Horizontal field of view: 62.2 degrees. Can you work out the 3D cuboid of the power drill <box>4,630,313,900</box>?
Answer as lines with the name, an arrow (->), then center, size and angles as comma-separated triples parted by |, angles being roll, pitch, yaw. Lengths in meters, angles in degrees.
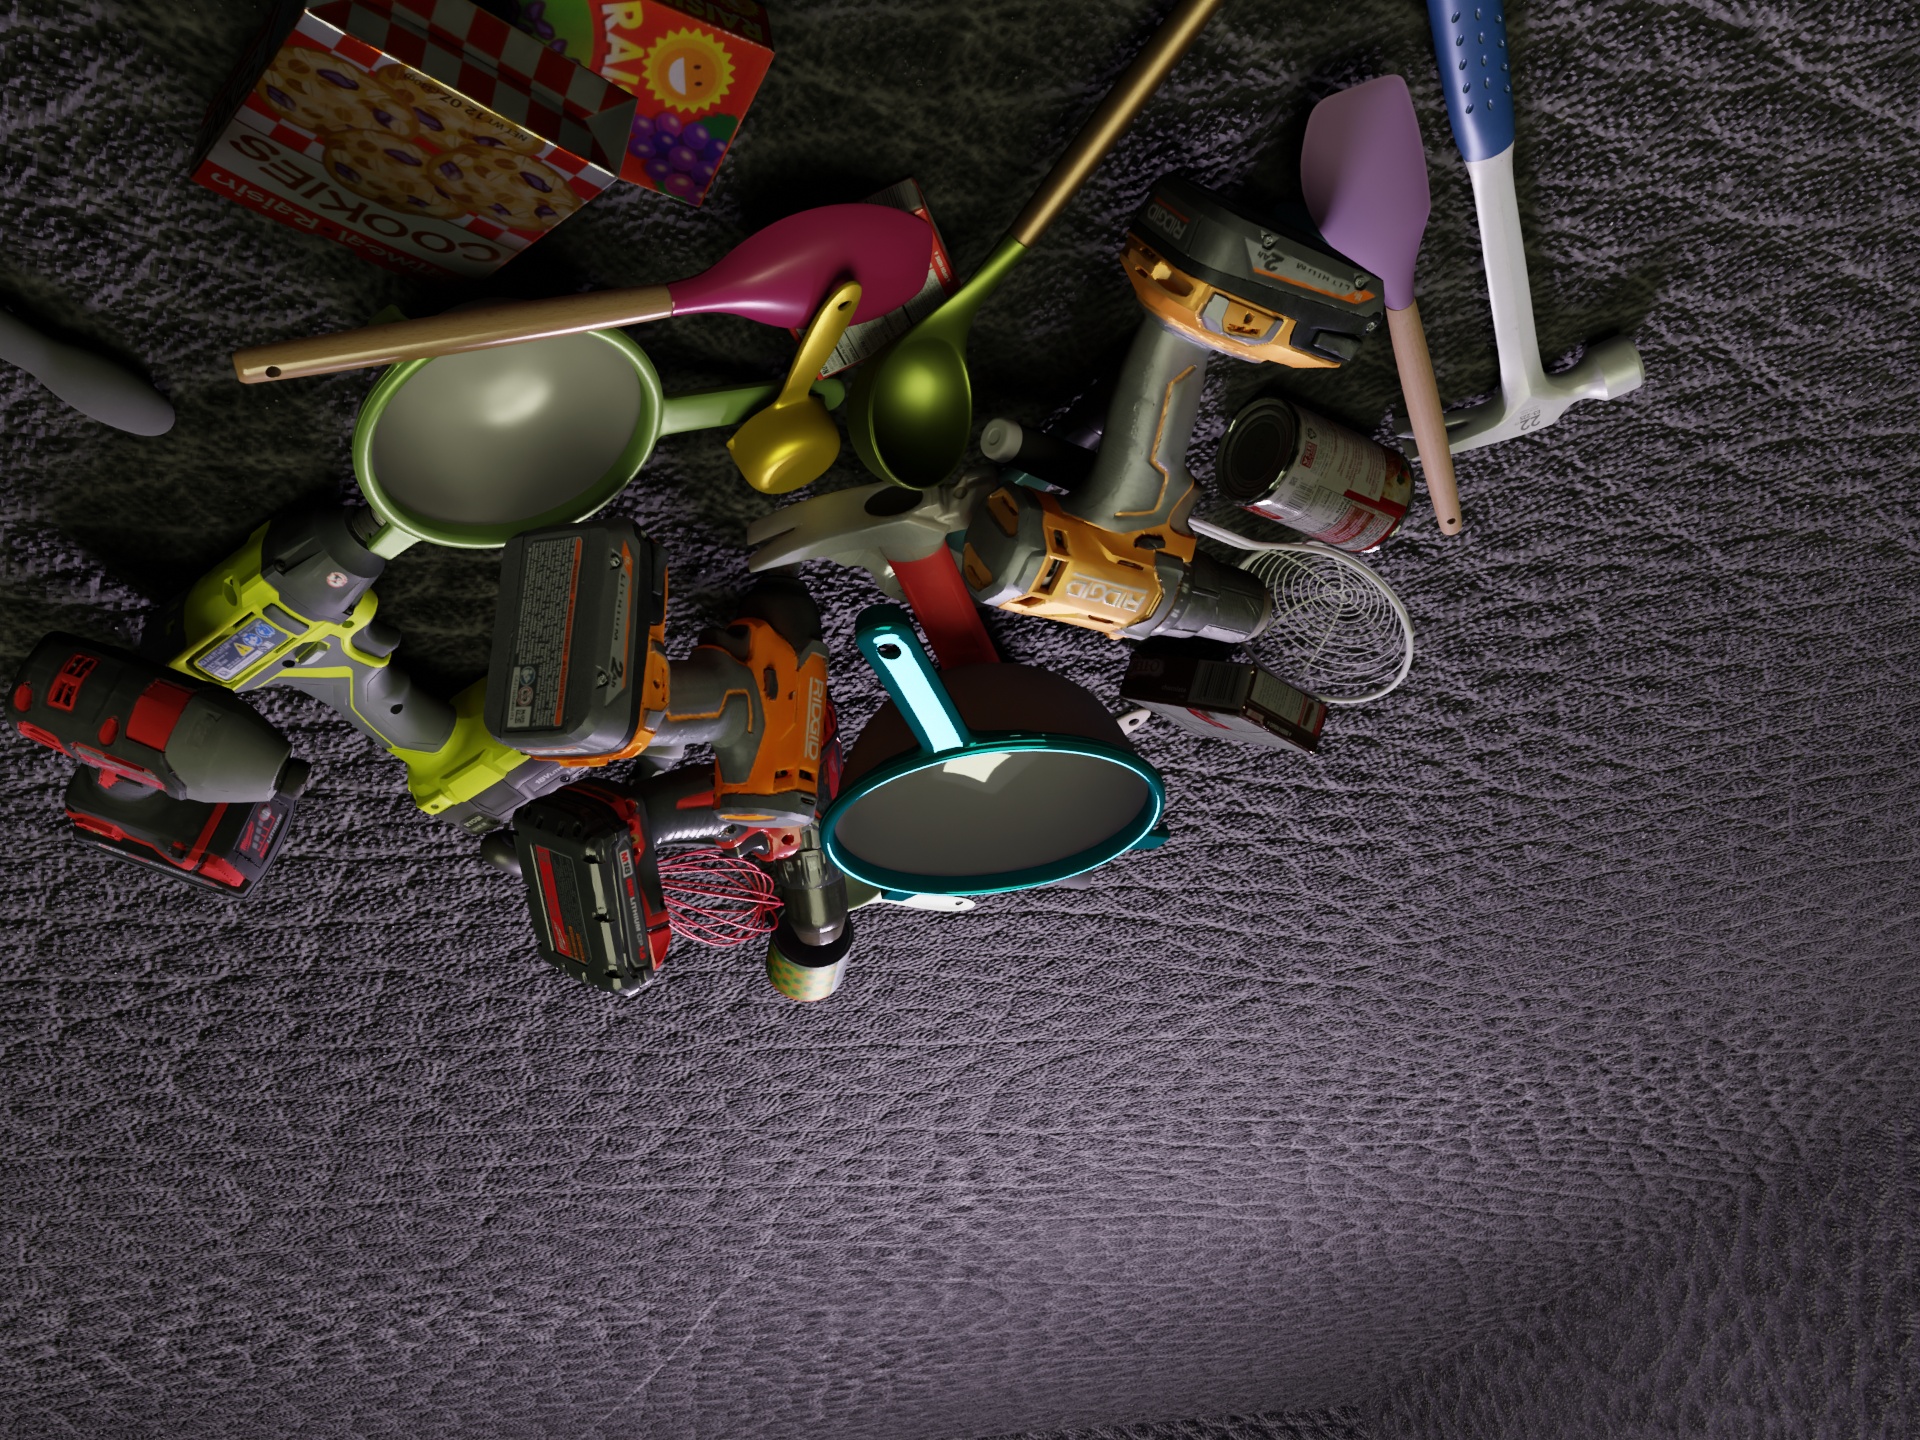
power drill -> -0.430, 0.029, 0.880 | 0.143, 0.079, 0.219 | 23, 156, -13

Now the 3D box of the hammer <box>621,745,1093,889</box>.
hammer -> -0.061, 0.095, 1.156 | 0.408, 0.149, 0.036 | 9, -179, -37

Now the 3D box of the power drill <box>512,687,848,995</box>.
power drill -> -0.156, 0.090, 1.005 | 0.226, 0.080, 0.187 | -28, 120, -43

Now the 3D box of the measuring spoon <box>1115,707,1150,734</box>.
measuring spoon -> 0.092, 0.028, 1.178 | 0.124, 0.018, 0.034 | -35, 138, 25

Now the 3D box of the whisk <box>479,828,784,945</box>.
whisk -> -0.222, 0.113, 1.109 | 0.073, 0.073, 0.295 | -30, 154, 21

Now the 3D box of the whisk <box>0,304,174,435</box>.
whisk -> -0.467, -0.196, 0.679 | 0.070, 0.070, 0.284 | -29, 145, 20

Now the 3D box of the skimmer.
skimmer -> 0.142, -0.087, 0.943 | 0.127, 0.090, 0.363 | -5, 167, 44

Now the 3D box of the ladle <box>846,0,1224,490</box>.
ladle -> 0.051, -0.241, 0.748 | 0.078, 0.062, 0.320 | 7, 131, -51

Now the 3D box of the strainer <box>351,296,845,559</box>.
strainer -> -0.183, -0.170, 0.806 | 0.256, 0.069, 0.151 | -14, 148, -30

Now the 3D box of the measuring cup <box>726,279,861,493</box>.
measuring cup -> -0.073, -0.162, 0.798 | 0.062, 0.029, 0.156 | -21, 167, -29

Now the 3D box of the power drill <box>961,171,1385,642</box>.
power drill -> 0.124, -0.140, 0.815 | 0.185, 0.084, 0.226 | 12, 118, -31

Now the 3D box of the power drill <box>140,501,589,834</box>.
power drill -> -0.324, -0.031, 0.921 | 0.171, 0.080, 0.223 | -29, 138, 21

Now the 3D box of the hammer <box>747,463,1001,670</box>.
hammer -> -0.007, -0.031, 1.012 | 0.143, 0.038, 0.386 | -11, 152, 9

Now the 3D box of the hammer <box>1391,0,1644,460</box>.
hammer -> 0.265, -0.281, 0.812 | 0.144, 0.035, 0.405 | -22, 143, 11

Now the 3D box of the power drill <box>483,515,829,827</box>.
power drill -> -0.148, -0.036, 0.870 | 0.084, 0.164, 0.226 | -3, 167, 28

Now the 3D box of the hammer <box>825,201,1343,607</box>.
hammer -> 0.074, -0.170, 0.899 | 0.128, 0.033, 0.331 | 25, 129, -39

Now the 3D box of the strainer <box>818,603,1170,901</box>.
strainer -> -0.001, -0.003, 0.926 | 0.211, 0.095, 0.340 | -13, 150, 10

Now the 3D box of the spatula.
spatula -> 0.240, -0.206, 0.859 | 0.060, 0.018, 0.315 | -17, 140, 16

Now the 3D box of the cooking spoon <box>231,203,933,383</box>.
cooking spoon -> -0.156, -0.184, 0.714 | 0.319, 0.017, 0.068 | -15, 143, -21

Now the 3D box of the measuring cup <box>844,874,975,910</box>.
measuring cup -> -0.060, 0.121, 1.238 | 0.167, 0.038, 0.083 | 14, 136, -35
